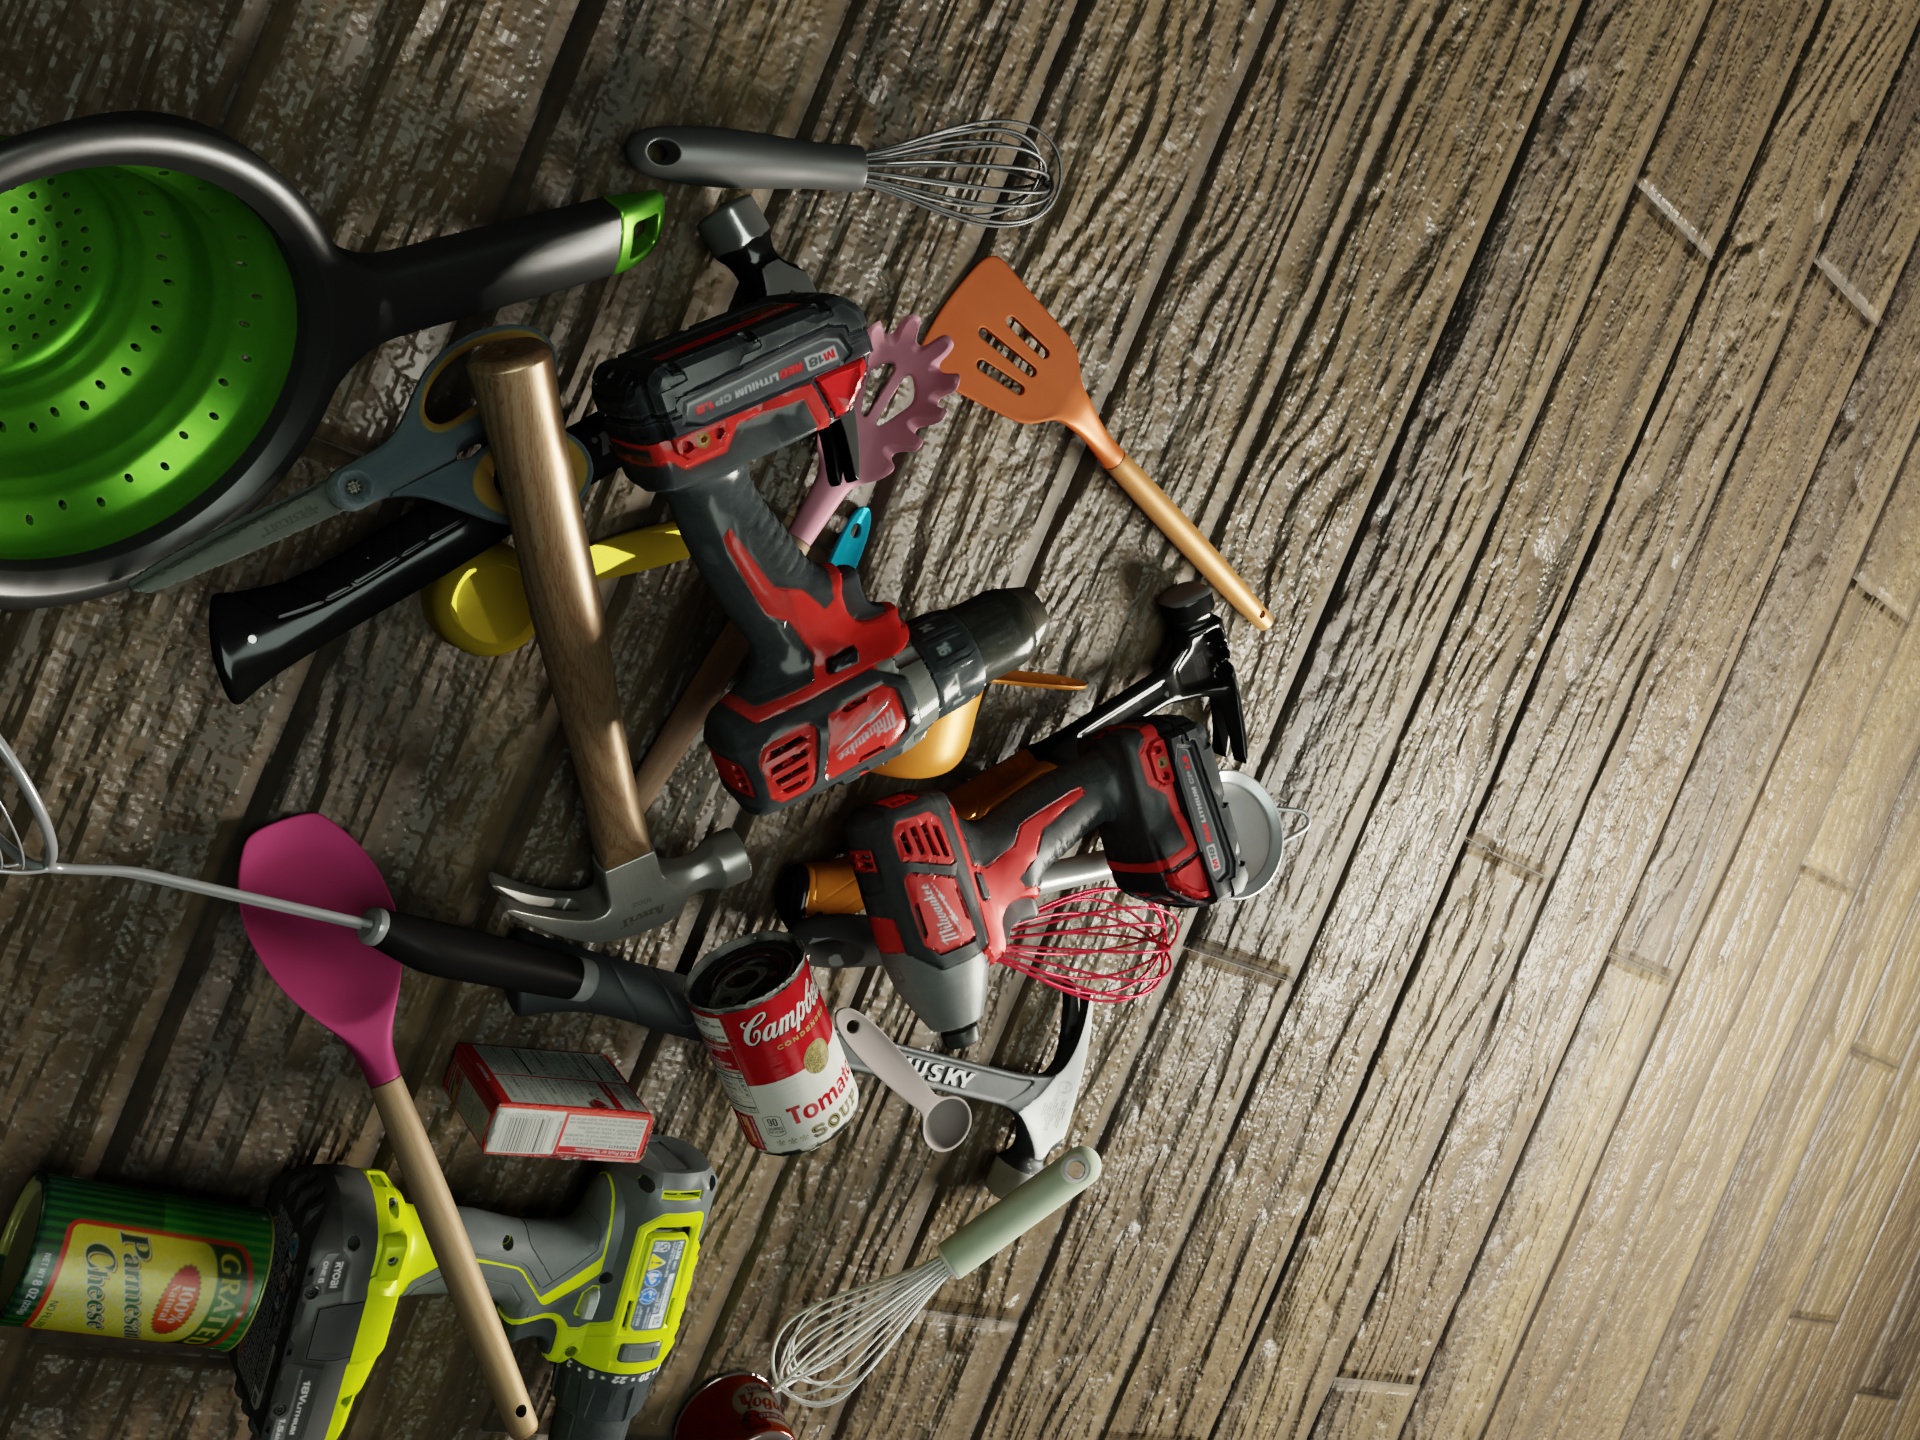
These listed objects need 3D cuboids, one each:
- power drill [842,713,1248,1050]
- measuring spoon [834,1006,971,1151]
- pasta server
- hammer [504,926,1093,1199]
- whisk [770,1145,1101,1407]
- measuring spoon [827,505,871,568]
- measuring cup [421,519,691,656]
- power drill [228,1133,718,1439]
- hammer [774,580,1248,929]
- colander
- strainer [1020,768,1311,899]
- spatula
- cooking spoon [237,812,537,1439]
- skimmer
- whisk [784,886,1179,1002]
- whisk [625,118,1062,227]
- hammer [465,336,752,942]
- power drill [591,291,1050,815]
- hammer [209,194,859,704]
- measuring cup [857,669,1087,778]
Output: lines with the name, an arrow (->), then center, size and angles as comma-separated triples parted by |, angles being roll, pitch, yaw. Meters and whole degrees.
power drill -> 0.048, 0.087, 0.901 | 0.219, 0.078, 0.143 | -19, 95, -28
measuring spoon -> -0.038, 0.210, 0.944 | 0.034, 0.018, 0.124 | -47, 115, -17
pasta server -> -0.100, -0.073, 0.844 | 0.060, 0.040, 0.316 | 32, 87, -11
hammer -> -0.080, 0.186, 0.936 | 0.408, 0.036, 0.149 | 23, 90, -35
whisk -> -0.014, 0.344, 0.996 | 0.246, 0.058, 0.059 | -34, 160, -7
measuring spoon -> -0.083, -0.062, 0.874 | 0.042, 0.021, 0.129 | 37, 73, -51
measuring cup -> -0.187, -0.074, 0.790 | 0.156, 0.029, 0.062 | -20, 114, -24
power drill -> -0.251, 0.316, 0.838 | 0.228, 0.080, 0.190 | 13, 96, -38
hammer -> 0.037, 0.042, 0.970 | 0.337, 0.034, 0.127 | -30, 117, -23
colander -> -0.296, -0.183, 0.654 | 0.397, 0.094, 0.204 | -33, 155, -41
strainer -> 0.121, 0.084, 1.017 | 0.258, 0.050, 0.087 | -8, 85, -37
spatula -> 0.100, -0.146, 0.964 | 0.322, 0.041, 0.081 | 39, 81, -39
cooking spoon -> -0.266, 0.196, 0.761 | 0.069, 0.017, 0.319 | -23, 93, -43
skimmer -> -0.306, 0.049, 0.701 | 0.363, 0.127, 0.090 | 25, 72, -42
whisk -> 0.023, 0.135, 0.958 | 0.295, 0.073, 0.073 | 7, 100, -37
whisk -> -0.053, -0.284, 0.808 | 0.239, 0.055, 0.055 | -6, 107, -27
hammer -> -0.180, -0.021, 0.748 | 0.130, 0.031, 0.331 | -24, 133, -24
power drill -> -0.058, -0.085, 0.760 | 0.188, 0.080, 0.226 | -28, 116, -22
hammer -> -0.194, -0.108, 0.745 | 0.335, 0.035, 0.146 | -36, 107, -22
measuring cup -> -0.001, -0.003, 0.900 | 0.173, 0.095, 0.052 | 1, 112, -36
